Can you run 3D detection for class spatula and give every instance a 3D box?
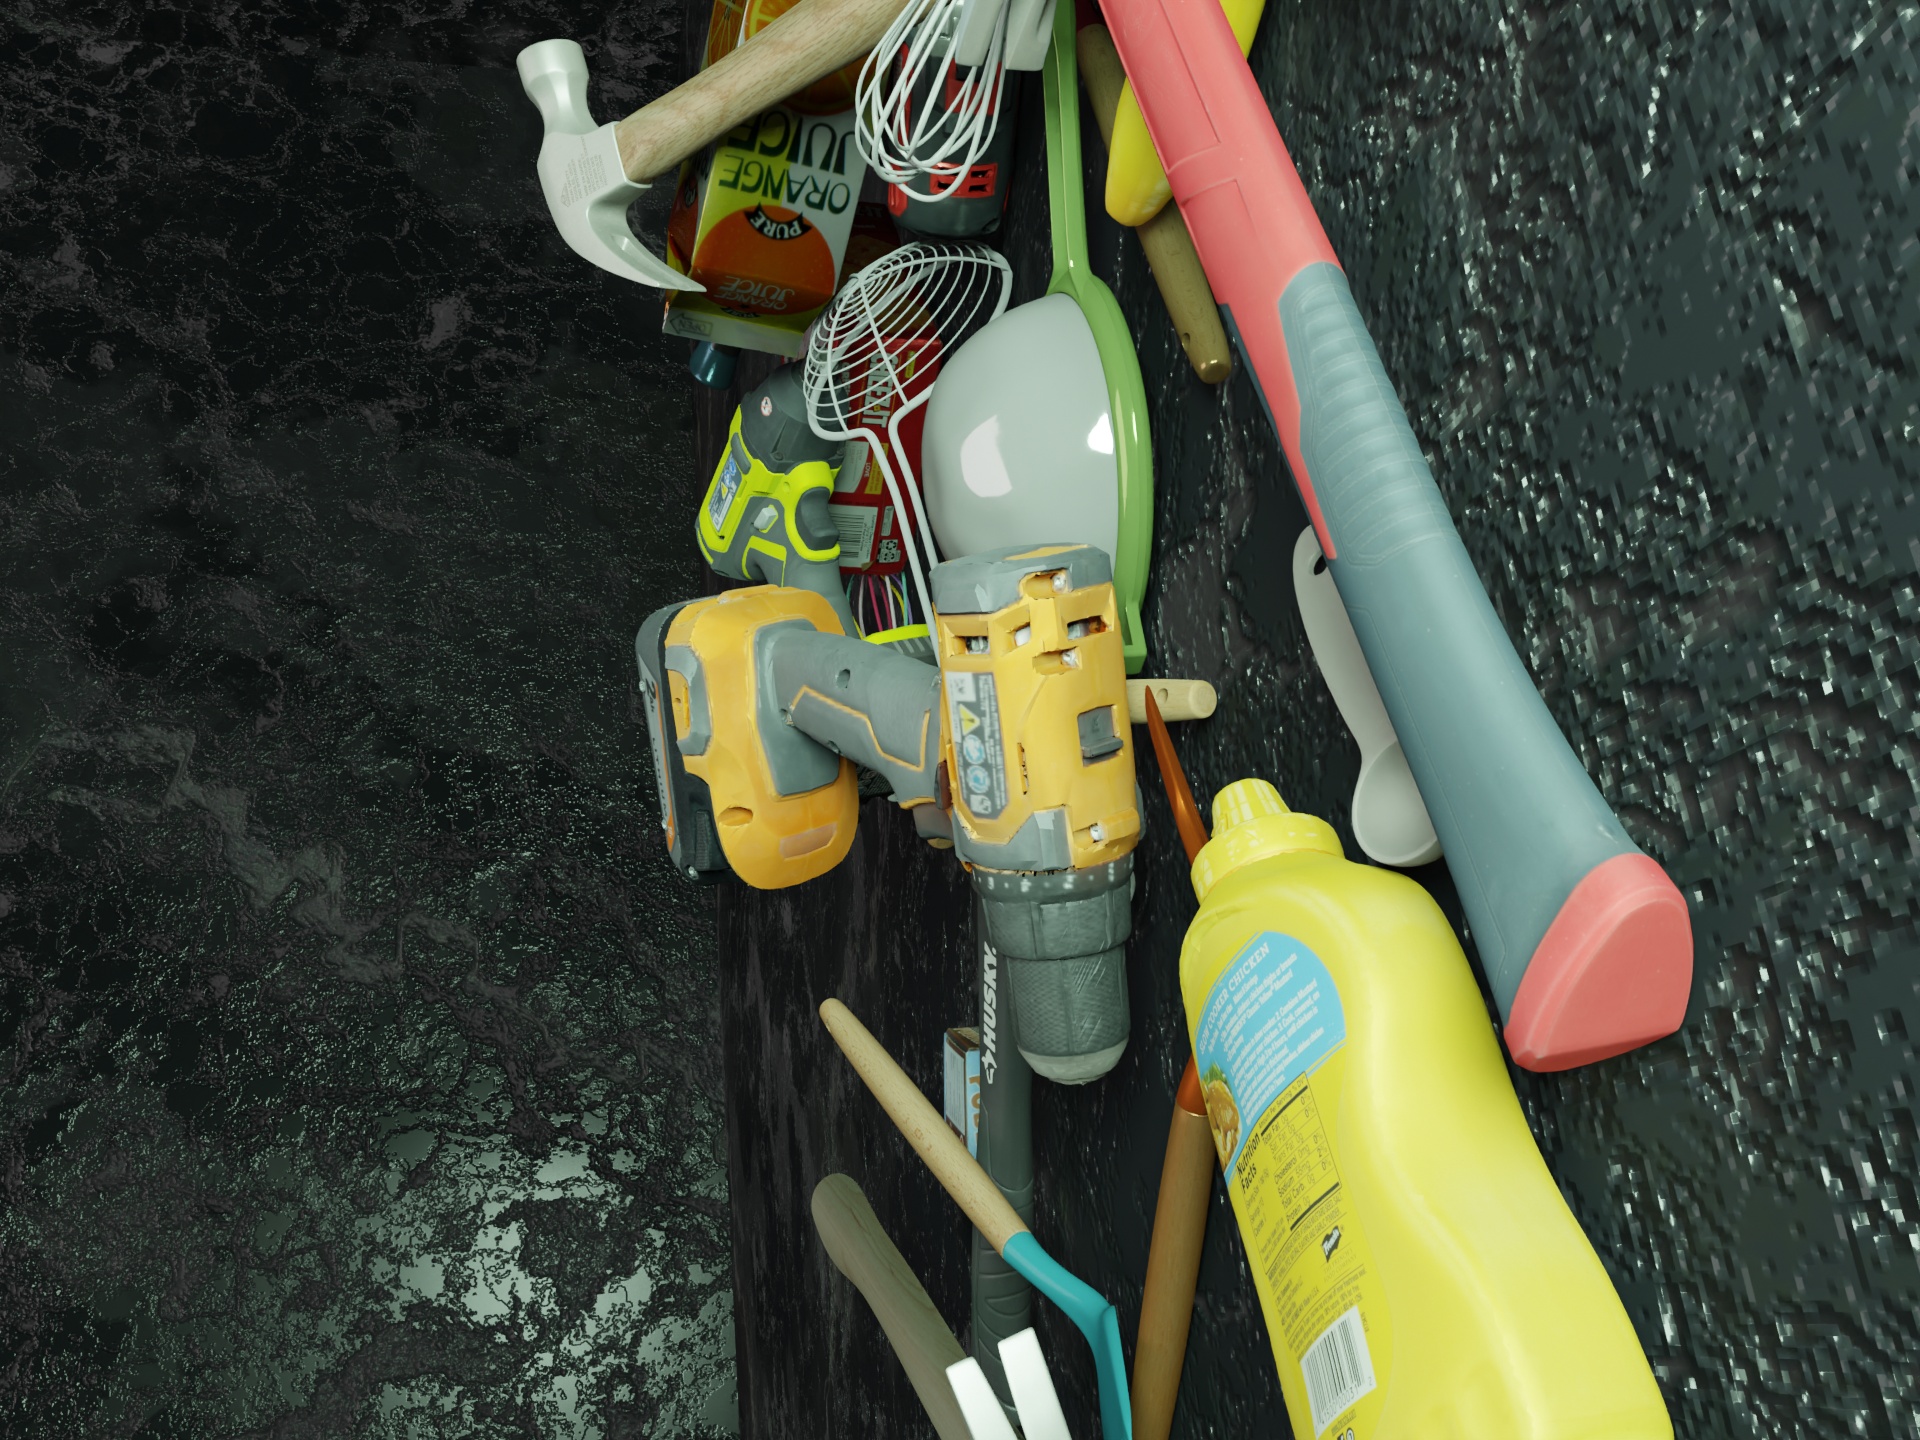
[{"bbox_3d":[0.068,0.147,0.536,0.081,0.041,0.322,-91,5,-65],"label":"spatula"},{"bbox_3d":[0.001,0.206,0.667,0.318,0.044,0.082,39,139,52],"label":"spatula"}]

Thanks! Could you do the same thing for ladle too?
[{"bbox_3d":[-0.001,-0.002,0.667,0.320,0.062,0.078,-2,77,55],"label":"ladle"},{"bbox_3d":[0.054,-0.241,0.597,0.069,0.031,0.316,103,159,-54],"label":"ladle"}]

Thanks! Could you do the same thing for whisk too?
[{"bbox_3d":[-0.034,-0.020,0.972,0.047,0.051,0.245,51,-165,-47],"label":"whisk"},{"bbox_3d":[0.019,-0.272,0.519,0.059,0.058,0.246,55,144,16],"label":"whisk"}]

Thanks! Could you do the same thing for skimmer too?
[{"bbox_3d":[0.004,-0.064,0.774,0.127,0.090,0.363,-20,81,33],"label":"skimmer"}]

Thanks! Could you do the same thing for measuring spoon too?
[{"bbox_3d":[0.109,-0.010,0.415,0.034,0.018,0.124,-49,31,33],"label":"measuring spoon"}]

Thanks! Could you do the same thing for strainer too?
[{"bbox_3d":[0.018,-0.147,0.608,0.152,0.069,0.256,-126,29,-69],"label":"strainer"}]

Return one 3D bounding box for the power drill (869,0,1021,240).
[{"bbox_3d":[-0.021,-0.357,0.806,0.227,0.080,0.187,-120,32,-59],"label":"power drill"}]

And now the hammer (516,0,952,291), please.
[{"bbox_3d":[-0.060,-0.276,0.650,0.331,0.031,0.130,-14,92,37],"label":"hammer"}]

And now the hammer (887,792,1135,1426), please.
[{"bbox_3d":[0.017,0.180,0.711,0.146,0.035,0.334,35,130,54],"label":"hammer"}]

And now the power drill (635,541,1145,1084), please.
[{"bbox_3d":[-0.024,0.031,0.601,0.226,0.084,0.185,2,103,47],"label":"power drill"}]

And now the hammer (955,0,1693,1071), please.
[{"bbox_3d":[0.073,-0.098,0.400,0.143,0.038,0.387,120,140,-57],"label":"hammer"}]

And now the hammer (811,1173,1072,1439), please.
[{"bbox_3d":[-0.019,0.269,0.707,0.411,0.038,0.146,-175,66,-74],"label":"hammer"}]

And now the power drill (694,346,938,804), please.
[{"bbox_3d":[-0.073,-0.079,0.881,0.223,0.080,0.171,65,146,22],"label":"power drill"}]

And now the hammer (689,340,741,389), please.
[{"bbox_3d":[-0.101,-0.368,1.005,0.331,0.033,0.128,-65,25,17],"label":"hammer"}]
